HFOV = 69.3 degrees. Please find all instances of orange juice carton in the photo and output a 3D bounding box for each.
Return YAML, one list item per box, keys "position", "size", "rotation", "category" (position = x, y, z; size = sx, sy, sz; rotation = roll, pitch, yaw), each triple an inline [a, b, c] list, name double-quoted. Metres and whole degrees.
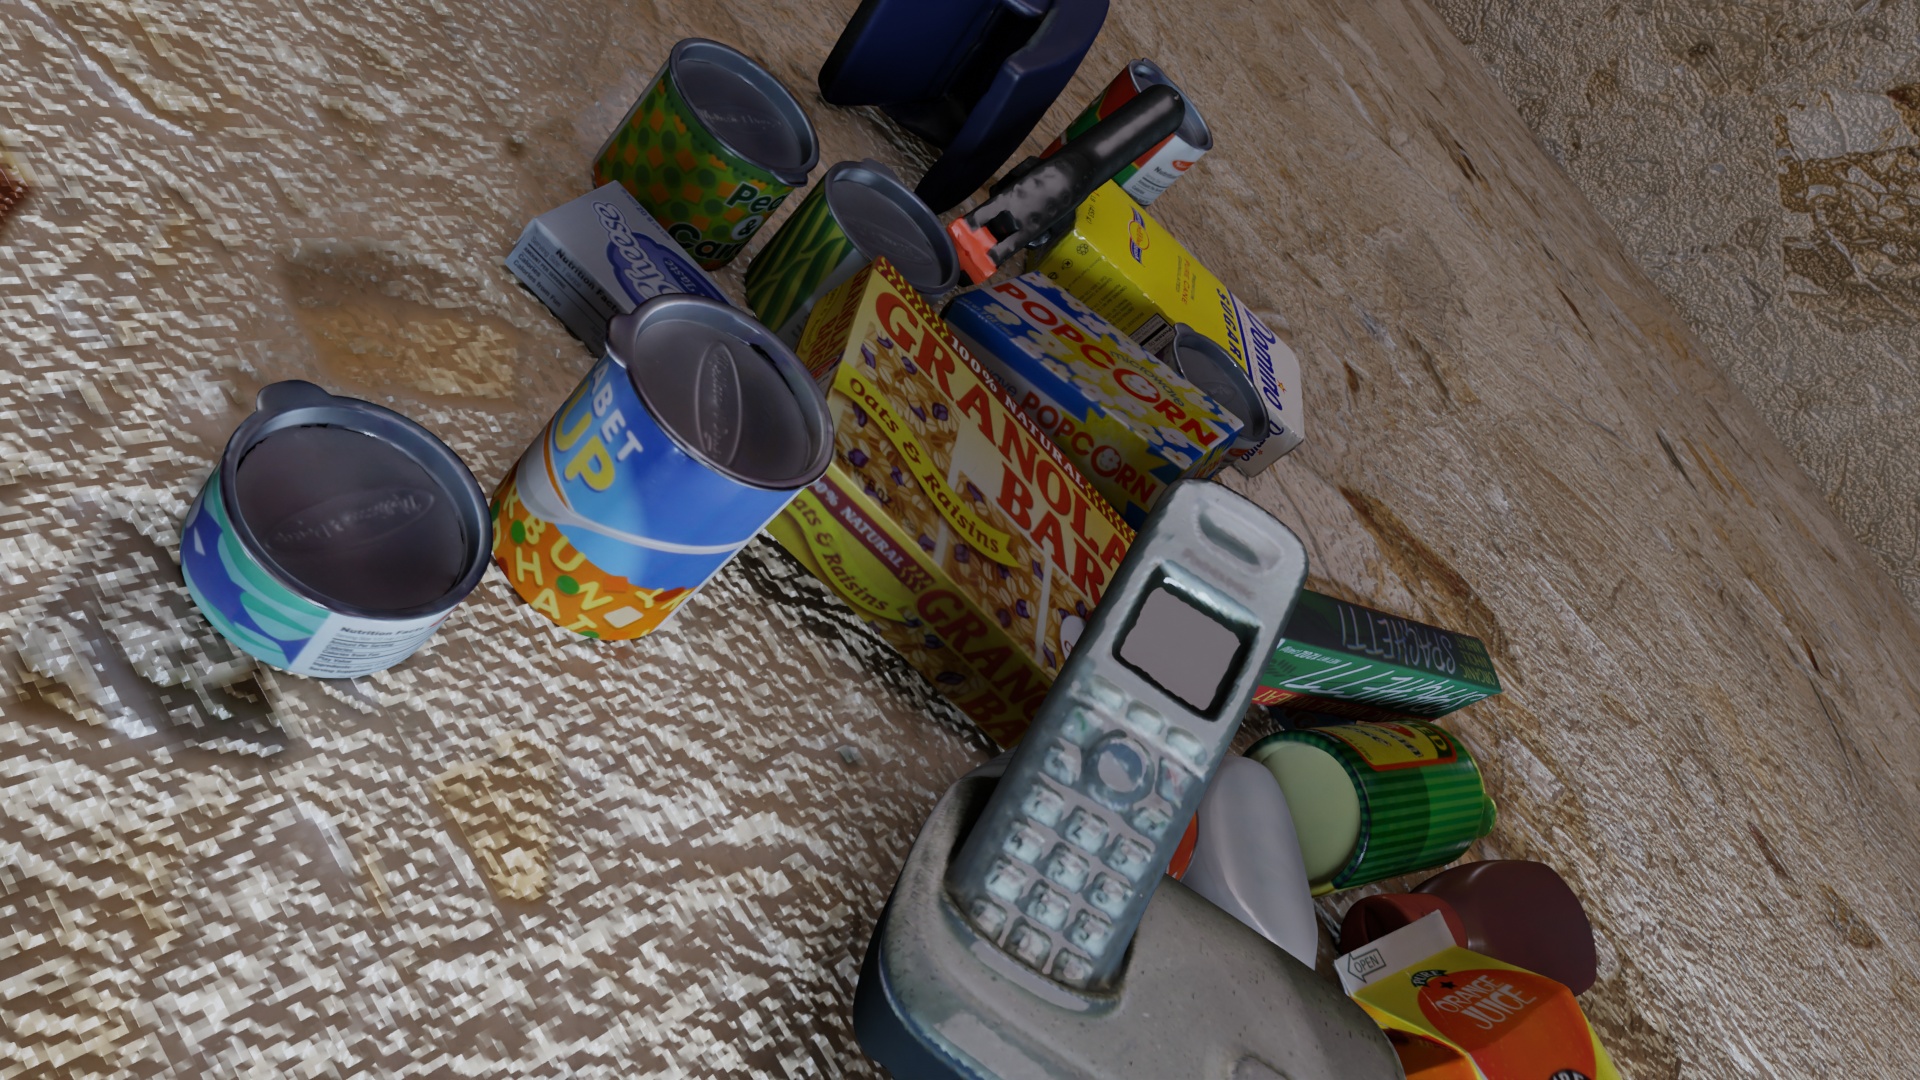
- position: [0.198, 0.228, 0.485]
  size: [0.072, 0.072, 0.193]
  rotation: [-9, 64, -39]
  category: "orange juice carton"

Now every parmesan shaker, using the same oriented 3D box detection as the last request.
- position: [0.167, 0.109, 0.574]
  size: [0.103, 0.071, 0.071]
  rotation: [5, 54, -47]
  category: "parmesan shaker"

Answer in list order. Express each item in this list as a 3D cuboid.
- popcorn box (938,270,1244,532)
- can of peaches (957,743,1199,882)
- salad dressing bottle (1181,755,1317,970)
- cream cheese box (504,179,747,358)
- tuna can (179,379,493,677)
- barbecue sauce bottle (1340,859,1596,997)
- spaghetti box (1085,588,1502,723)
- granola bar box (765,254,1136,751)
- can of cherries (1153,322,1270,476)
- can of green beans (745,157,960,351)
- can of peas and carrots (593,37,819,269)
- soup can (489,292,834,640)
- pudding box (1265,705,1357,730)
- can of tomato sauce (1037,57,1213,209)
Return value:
- position: [0.055, -0.065, 0.616]
  size: [0.127, 0.038, 0.085]
  rotation: [39, 31, 12]
  category: "popcorn box"
- position: [0.035, 0.096, 0.442]
  size: [0.058, 0.071, 0.071]
  rotation: [-15, 70, -53]
  category: "can of peaches"
- position: [0.101, 0.150, 0.488]
  size: [0.064, 0.043, 0.148]
  rotation: [26, 42, -32]
  category: "salad dressing bottle"
- position: [-0.103, -0.075, 0.486]
  size: [0.104, 0.024, 0.054]
  rotation: [46, 35, -7]
  category: "cream cheese box"
- position: [-0.157, -0.003, 0.348]
  size: [0.071, 0.032, 0.071]
  rotation: [30, 39, -27]
  category: "tuna can"
- position: [0.221, 0.171, 0.602]
  size: [0.148, 0.043, 0.065]
  rotation: [12, 53, -41]
  category: "barbecue sauce bottle"
- position: [0.148, 0.047, 0.568]
  size: [0.250, 0.050, 0.029]
  rotation: [14, 53, -46]
  category: "spaghetti box"
- position: [0.002, -0.006, 0.503]
  size: [0.165, 0.039, 0.125]
  rotation: [45, 32, -25]
  category: "granola bar box"
- position: [0.107, -0.062, 0.683]
  size: [0.071, 0.058, 0.072]
  rotation: [29, 40, -27]
  category: "can of cherries"
- position: [-0.043, -0.107, 0.555]
  size: [0.071, 0.057, 0.071]
  rotation: [30, 39, -27]
  category: "can of green beans"
- position: [-0.096, -0.145, 0.531]
  size: [0.071, 0.058, 0.071]
  rotation: [30, 39, -28]
  category: "can of peas and carrots"
- position: [-0.089, -0.020, 0.397]
  size: [0.071, 0.083, 0.072]
  rotation: [30, 38, -27]
  category: "soup can"
- position: [0.152, 0.052, 0.650]
  size: [0.083, 0.030, 0.050]
  rotation: [51, 33, 1]
  category: "pudding box"
- position: [0.091, -0.223, 0.796]
  size: [0.071, 0.082, 0.071]
  rotation: [30, 38, -27]
  category: "can of tomato sauce"
